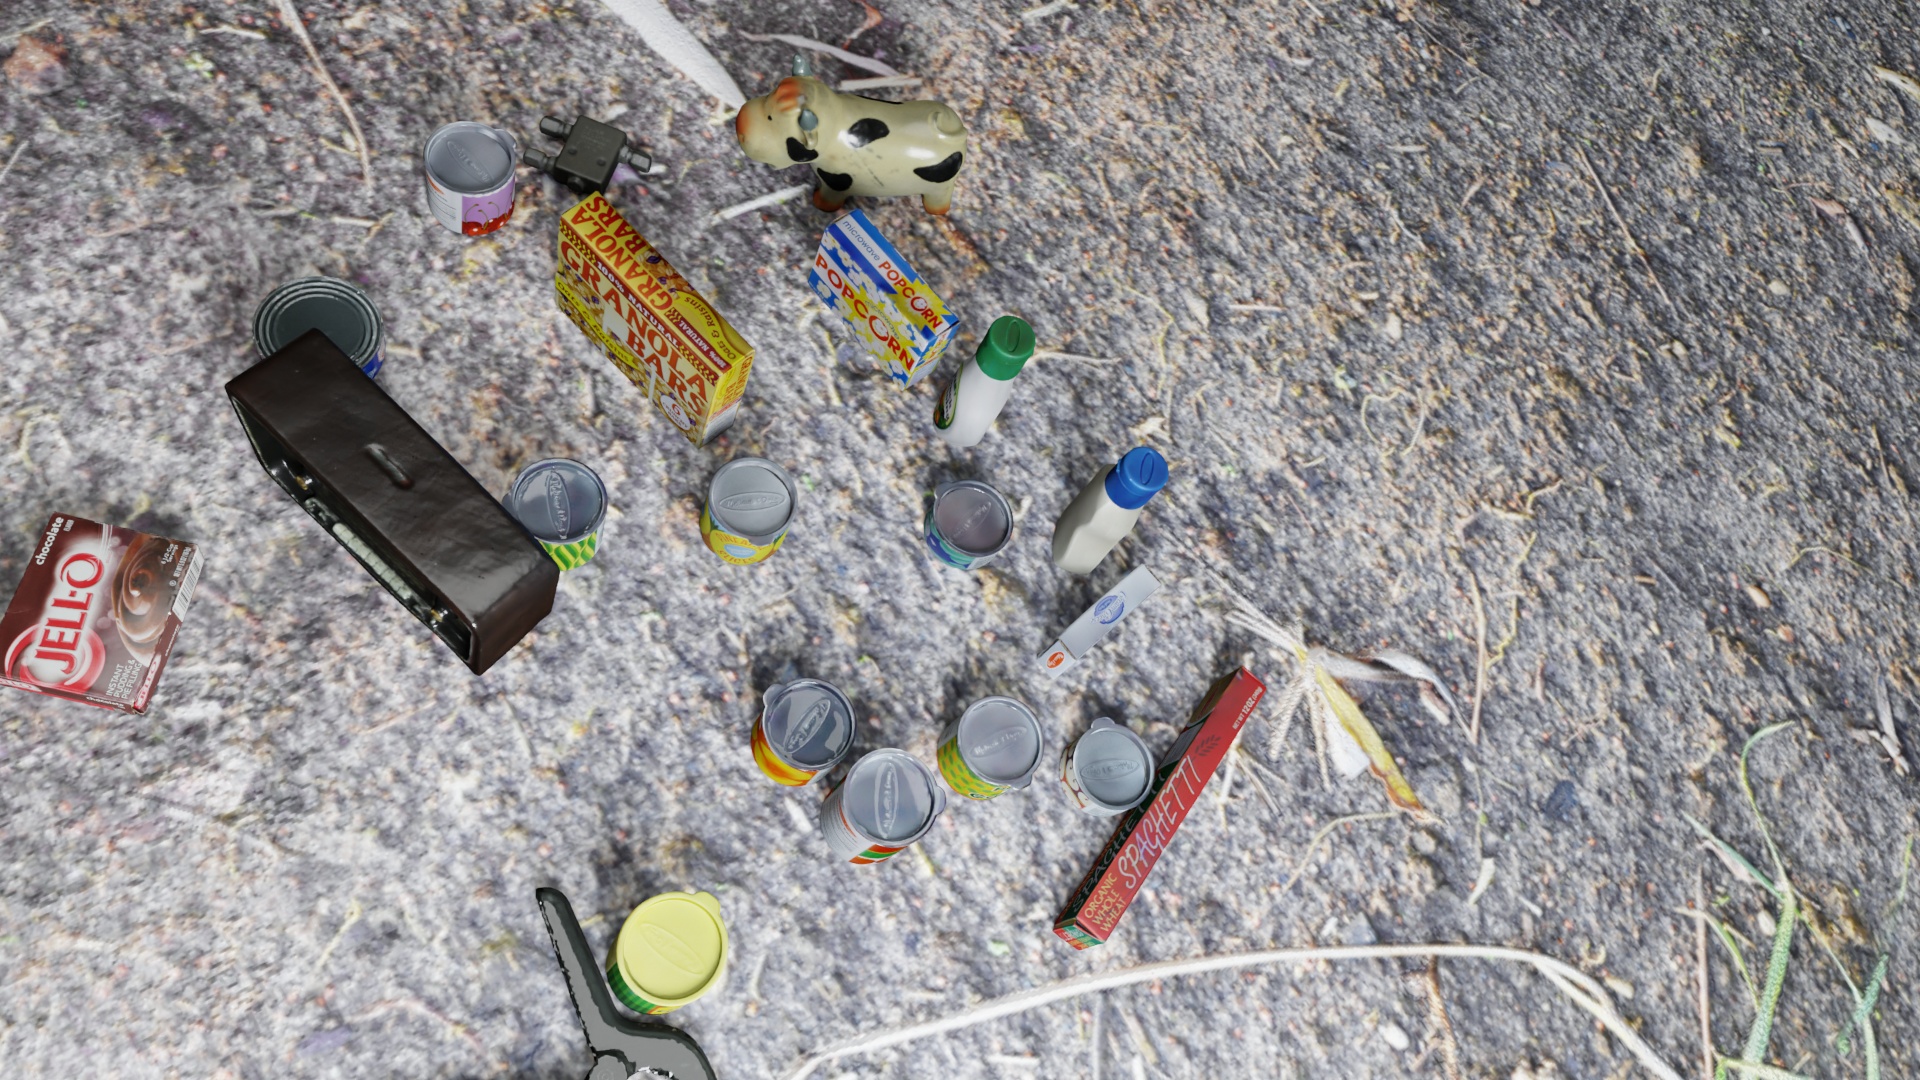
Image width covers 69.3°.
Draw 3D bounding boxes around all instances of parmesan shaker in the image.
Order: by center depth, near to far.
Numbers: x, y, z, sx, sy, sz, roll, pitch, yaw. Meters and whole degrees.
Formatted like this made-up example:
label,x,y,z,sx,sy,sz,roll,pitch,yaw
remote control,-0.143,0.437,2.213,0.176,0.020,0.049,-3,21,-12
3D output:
label,x,y,z,sx,sy,sz,roll,pitch,yaw
parmesan shaker,-0.185,0.261,0.879,0.071,0.102,0.071,7,67,-15

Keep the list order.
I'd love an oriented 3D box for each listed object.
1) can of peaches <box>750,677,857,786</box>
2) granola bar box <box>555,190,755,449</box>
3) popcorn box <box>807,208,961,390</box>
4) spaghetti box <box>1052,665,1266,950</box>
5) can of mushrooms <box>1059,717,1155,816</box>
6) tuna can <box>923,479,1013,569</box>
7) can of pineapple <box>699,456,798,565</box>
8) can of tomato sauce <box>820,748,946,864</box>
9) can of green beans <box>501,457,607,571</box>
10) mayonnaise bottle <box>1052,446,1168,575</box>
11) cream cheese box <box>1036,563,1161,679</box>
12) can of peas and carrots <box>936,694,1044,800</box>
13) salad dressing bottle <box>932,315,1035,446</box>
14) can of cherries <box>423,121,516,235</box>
label,x,y,z,sx,sy,sz,roll,pitch,yaw
can of peaches,-0.113,0.135,0.981,0.071,0.057,0.071,7,66,-15
granola bar box,-0.230,-0.159,1.030,0.165,0.123,0.039,45,63,4
popcorn box,-0.064,-0.193,1.120,0.038,0.085,0.127,-38,83,-27
spaghetti box,0.152,0.198,1.044,0.029,0.050,0.251,39,62,1
can of mushrooms,0.110,0.172,1.051,0.071,0.033,0.071,7,66,-15
tuna can,0.004,-0.014,1.096,0.071,0.032,0.071,7,66,-15
can of pineapple,-0.158,-0.019,1.031,0.071,0.057,0.071,7,66,-15
can of tomato sauce,-0.056,0.186,0.964,0.071,0.082,0.071,7,67,-15
can of green beans,-0.287,-0.018,0.989,0.071,0.057,0.071,7,66,-15
mayonnaise bottle,0.115,-0.025,1.071,0.041,0.147,0.065,19,64,-10
cream cheese box,0.108,0.063,1.085,0.104,0.053,0.024,-38,84,-27
can of peas and carrots,0.023,0.155,1.016,0.071,0.058,0.071,7,66,-15
salad dressing bottle,0.018,-0.124,1.082,0.044,0.147,0.064,15,65,-11
can of cherries,-0.375,-0.279,1.071,0.071,0.058,0.072,7,66,-15
